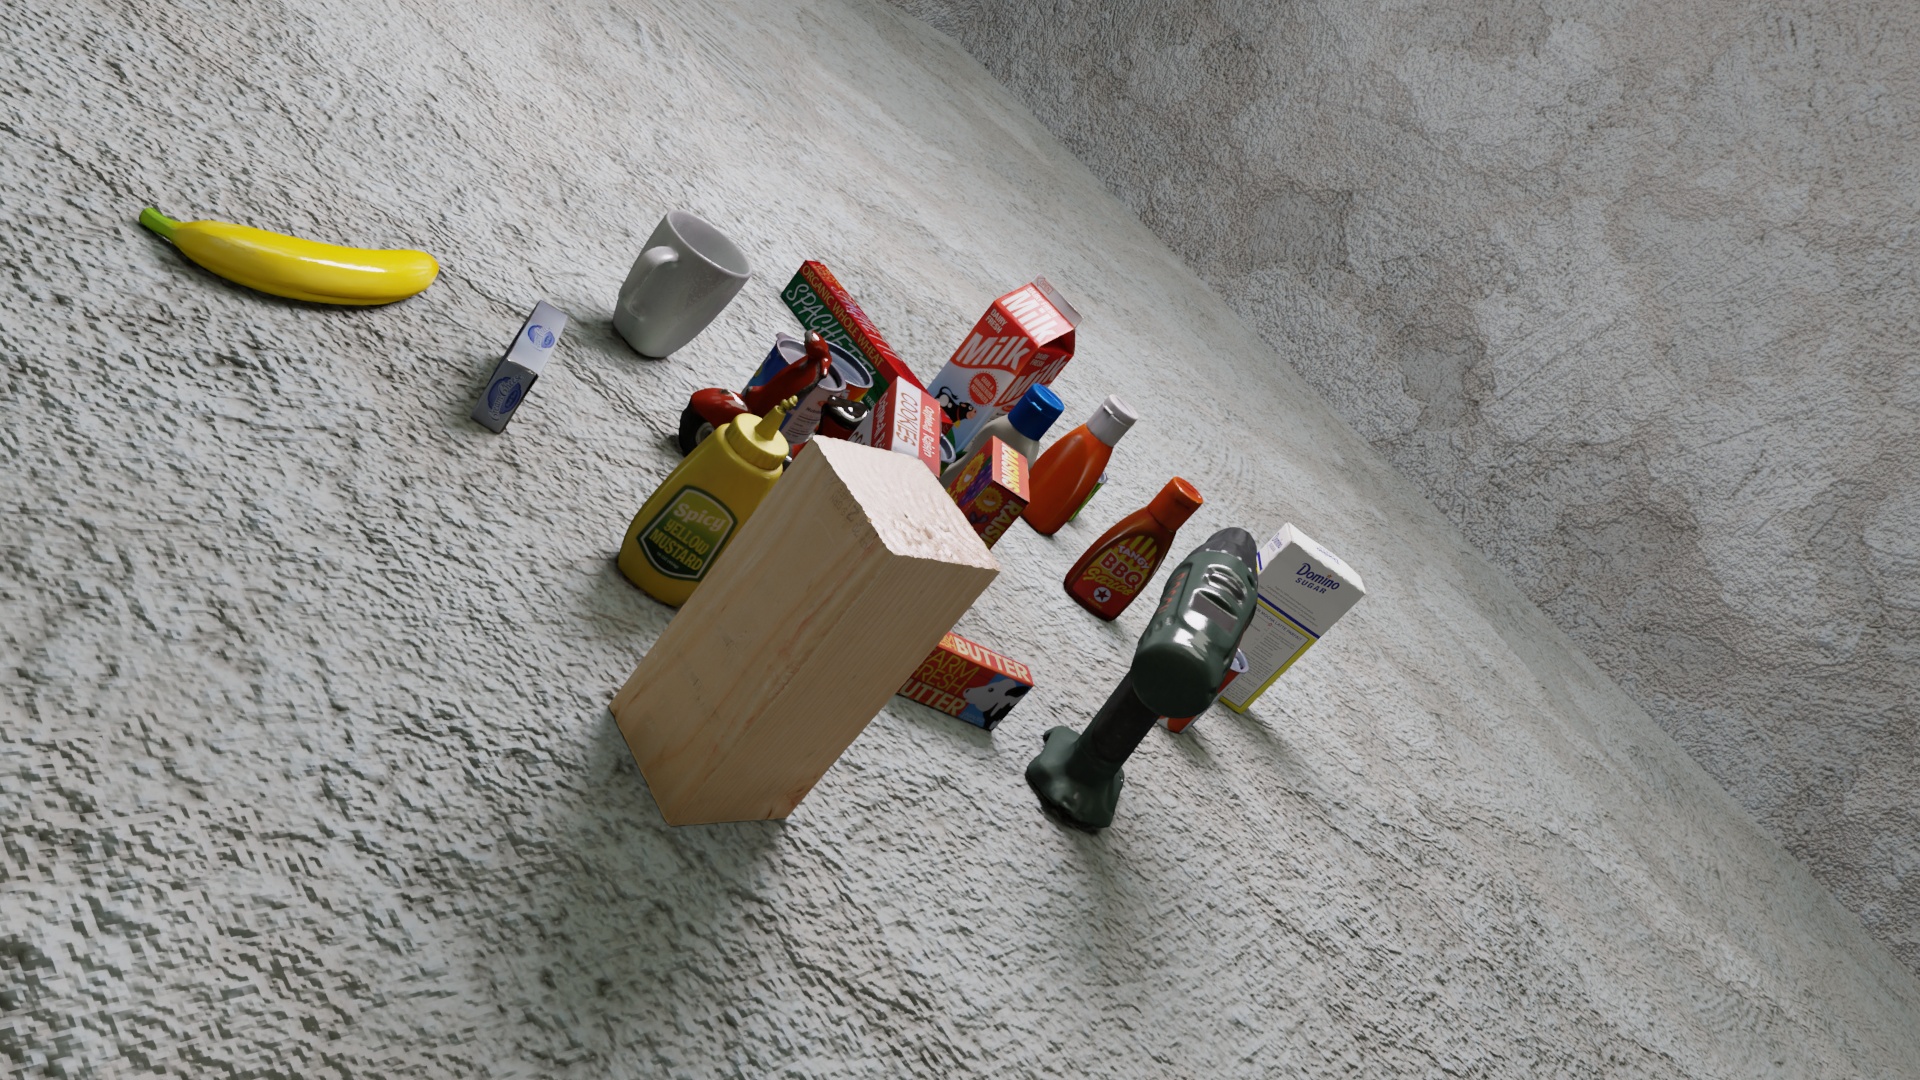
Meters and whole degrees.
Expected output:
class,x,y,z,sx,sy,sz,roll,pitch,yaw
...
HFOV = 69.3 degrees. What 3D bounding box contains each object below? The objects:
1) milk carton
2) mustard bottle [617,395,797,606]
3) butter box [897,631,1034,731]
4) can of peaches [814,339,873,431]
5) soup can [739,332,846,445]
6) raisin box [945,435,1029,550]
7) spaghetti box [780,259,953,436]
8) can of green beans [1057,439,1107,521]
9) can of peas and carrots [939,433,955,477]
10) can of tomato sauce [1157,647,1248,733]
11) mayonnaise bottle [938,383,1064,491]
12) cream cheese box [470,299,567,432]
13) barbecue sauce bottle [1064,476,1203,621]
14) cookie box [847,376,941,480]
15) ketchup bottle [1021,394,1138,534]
class,x,y,z,sx,sy,sz,roll,pitch,yaw
milk carton,0.041,-0.168,1.367,0.072,0.190,0.073,50,24,23
mustard bottle,-0.151,-0.031,0.864,0.065,0.159,0.049,35,23,-12
butter box,-0.003,0.097,0.993,0.103,0.053,0.024,26,26,-29
can of peaches,-0.121,-0.135,1.231,0.071,0.058,0.071,33,24,-16
soup can,-0.144,-0.114,1.123,0.071,0.083,0.072,33,24,-16
raisin box,0.004,-0.014,1.116,0.040,0.123,0.086,34,23,-15
spaghetti box,-0.096,-0.181,1.363,0.029,0.050,0.251,6,40,-54
can of green beans,0.110,-0.063,1.450,0.071,0.057,0.071,33,24,-16
can of peas and carrots,-0.049,-0.072,1.224,0.071,0.058,0.071,33,24,-16
can of tomato sauce,0.200,0.118,1.226,0.071,0.082,0.071,33,24,-16
mayonnaise bottle,0.034,-0.074,1.240,0.065,0.147,0.041,43,23,8
cream cheese box,-0.297,-0.119,0.939,0.024,0.053,0.104,31,24,-20
barbecue sauce bottle,0.164,0.005,1.293,0.065,0.148,0.044,36,23,-10
cookie box,-0.076,-0.018,0.945,0.040,0.167,0.123,33,24,-18
ketchup bottle,0.114,-0.077,1.366,0.043,0.148,0.065,9,38,-52
